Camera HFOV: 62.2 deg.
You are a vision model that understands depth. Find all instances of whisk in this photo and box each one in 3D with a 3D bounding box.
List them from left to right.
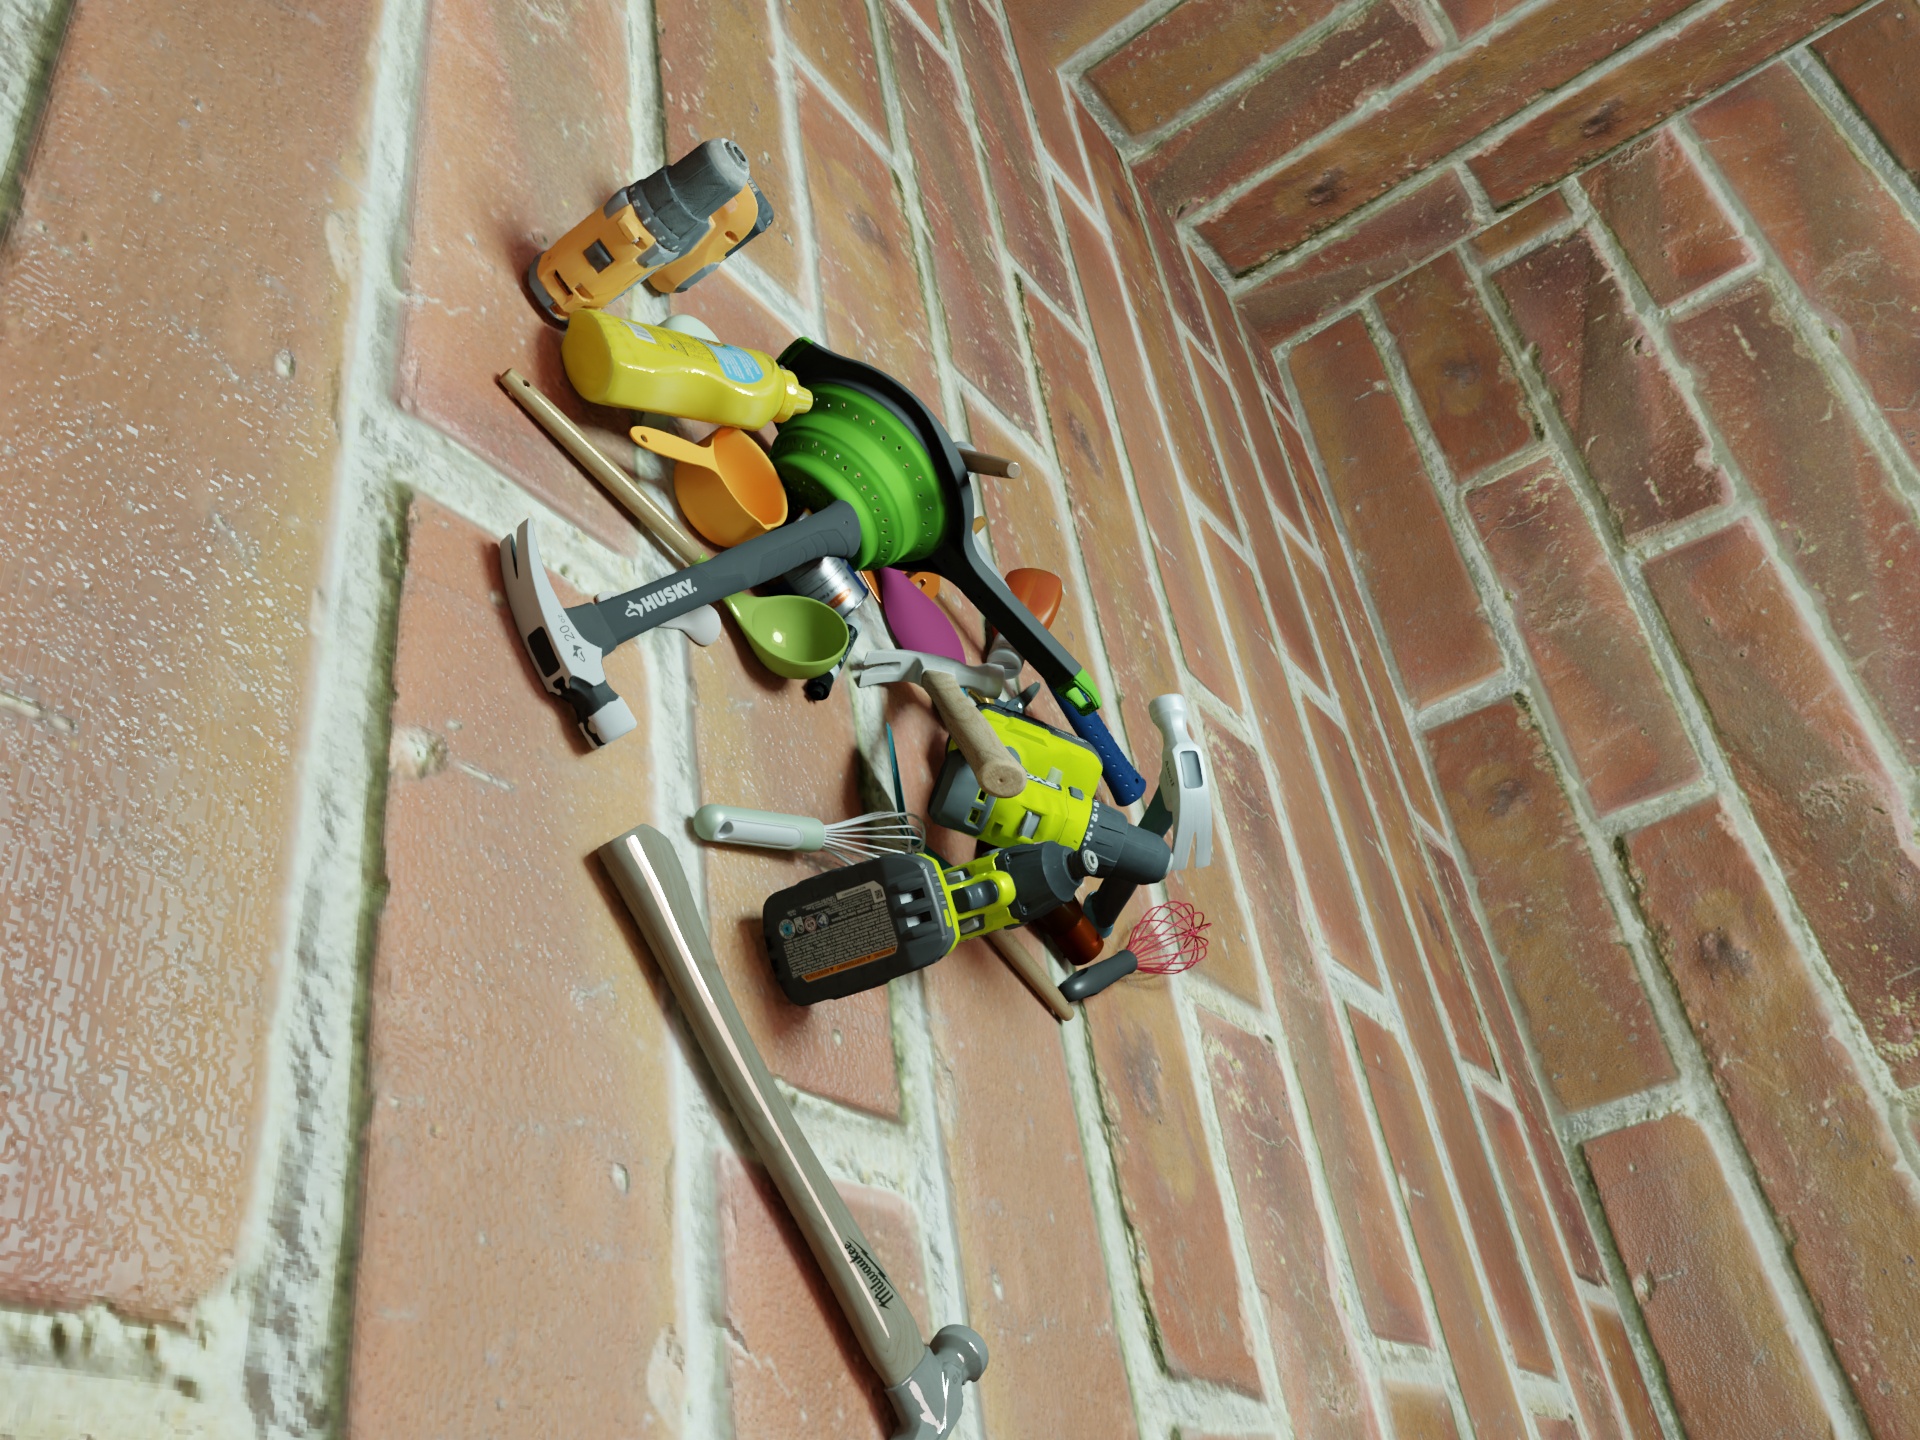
[{"bbox_3d":[-0.100,0.084,1.139,0.059,0.058,0.246,36,13,34],"label":"whisk"},{"bbox_3d":[0.166,0.224,1.505,0.295,0.073,0.073,-10,74,-59],"label":"whisk"}]

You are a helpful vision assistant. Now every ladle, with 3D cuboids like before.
[{"bbox_3d":[-0.202,-0.142,1.155,0.319,0.062,0.078,45,33,-28],"label":"ladle"}]

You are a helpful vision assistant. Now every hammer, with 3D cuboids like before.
[{"bbox_3d":[-0.175,-0.103,1.107,0.335,0.035,0.146,-34,94,-52],"label":"hammer"},{"bbox_3d":[-0.113,0.253,0.950,0.410,0.038,0.146,62,26,-1],"label":"hammer"},{"bbox_3d":[-0.002,-0.004,1.242,0.130,0.031,0.331,10,14,-13],"label":"hammer"},{"bbox_3d":[0.072,-0.070,1.551,0.405,0.035,0.144,56,41,-26],"label":"hammer"},{"bbox_3d":[0.154,0.111,1.371,0.330,0.033,0.128,107,-25,-60],"label":"hammer"}]

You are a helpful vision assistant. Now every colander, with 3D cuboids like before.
[{"bbox_3d":[-0.040,-0.130,1.319,0.397,0.204,0.094,46,58,-7],"label":"colander"}]

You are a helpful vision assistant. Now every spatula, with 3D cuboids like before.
[{"bbox_3d":[-0.022,-0.166,1.575,0.081,0.041,0.323,56,21,-6],"label":"spatula"},{"bbox_3d":[0.015,0.140,1.307,0.317,0.044,0.082,52,12,-26],"label":"spatula"}]

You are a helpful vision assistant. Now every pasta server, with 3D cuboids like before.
[{"bbox_3d":[-0.033,-0.224,1.363,0.060,0.040,0.316,49,-10,-28],"label":"pasta server"}]

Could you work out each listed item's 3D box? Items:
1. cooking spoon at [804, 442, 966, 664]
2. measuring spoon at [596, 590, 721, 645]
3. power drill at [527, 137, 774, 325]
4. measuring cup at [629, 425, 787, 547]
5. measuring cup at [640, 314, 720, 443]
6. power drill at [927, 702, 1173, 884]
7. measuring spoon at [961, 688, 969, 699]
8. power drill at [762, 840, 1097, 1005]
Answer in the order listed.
[{"bbox_3d":[-0.088,-0.173,1.435,0.069,0.017,0.319,-35,94,-44],"label":"cooking spoon"},{"bbox_3d":[-0.208,-0.077,1.119,0.124,0.018,0.034,11,56,-59],"label":"measuring spoon"},{"bbox_3d":[-0.216,-0.390,1.227,0.084,0.185,0.226,55,22,-13],"label":"power drill"},{"bbox_3d":[-0.203,-0.183,1.199,0.173,0.052,0.095,12,55,-57],"label":"measuring cup"},{"bbox_3d":[-0.221,-0.267,1.260,0.083,0.038,0.168,49,26,-28],"label":"measuring cup"},{"bbox_3d":[0.070,0.063,1.300,0.190,0.080,0.228,20,11,-6],"label":"power drill"},{"bbox_3d":[-0.012,-0.038,1.477,0.042,0.021,0.129,37,25,-33],"label":"measuring spoon"},{"bbox_3d":[-0.017,0.129,1.107,0.223,0.171,0.080,-4,74,-60],"label":"power drill"}]
